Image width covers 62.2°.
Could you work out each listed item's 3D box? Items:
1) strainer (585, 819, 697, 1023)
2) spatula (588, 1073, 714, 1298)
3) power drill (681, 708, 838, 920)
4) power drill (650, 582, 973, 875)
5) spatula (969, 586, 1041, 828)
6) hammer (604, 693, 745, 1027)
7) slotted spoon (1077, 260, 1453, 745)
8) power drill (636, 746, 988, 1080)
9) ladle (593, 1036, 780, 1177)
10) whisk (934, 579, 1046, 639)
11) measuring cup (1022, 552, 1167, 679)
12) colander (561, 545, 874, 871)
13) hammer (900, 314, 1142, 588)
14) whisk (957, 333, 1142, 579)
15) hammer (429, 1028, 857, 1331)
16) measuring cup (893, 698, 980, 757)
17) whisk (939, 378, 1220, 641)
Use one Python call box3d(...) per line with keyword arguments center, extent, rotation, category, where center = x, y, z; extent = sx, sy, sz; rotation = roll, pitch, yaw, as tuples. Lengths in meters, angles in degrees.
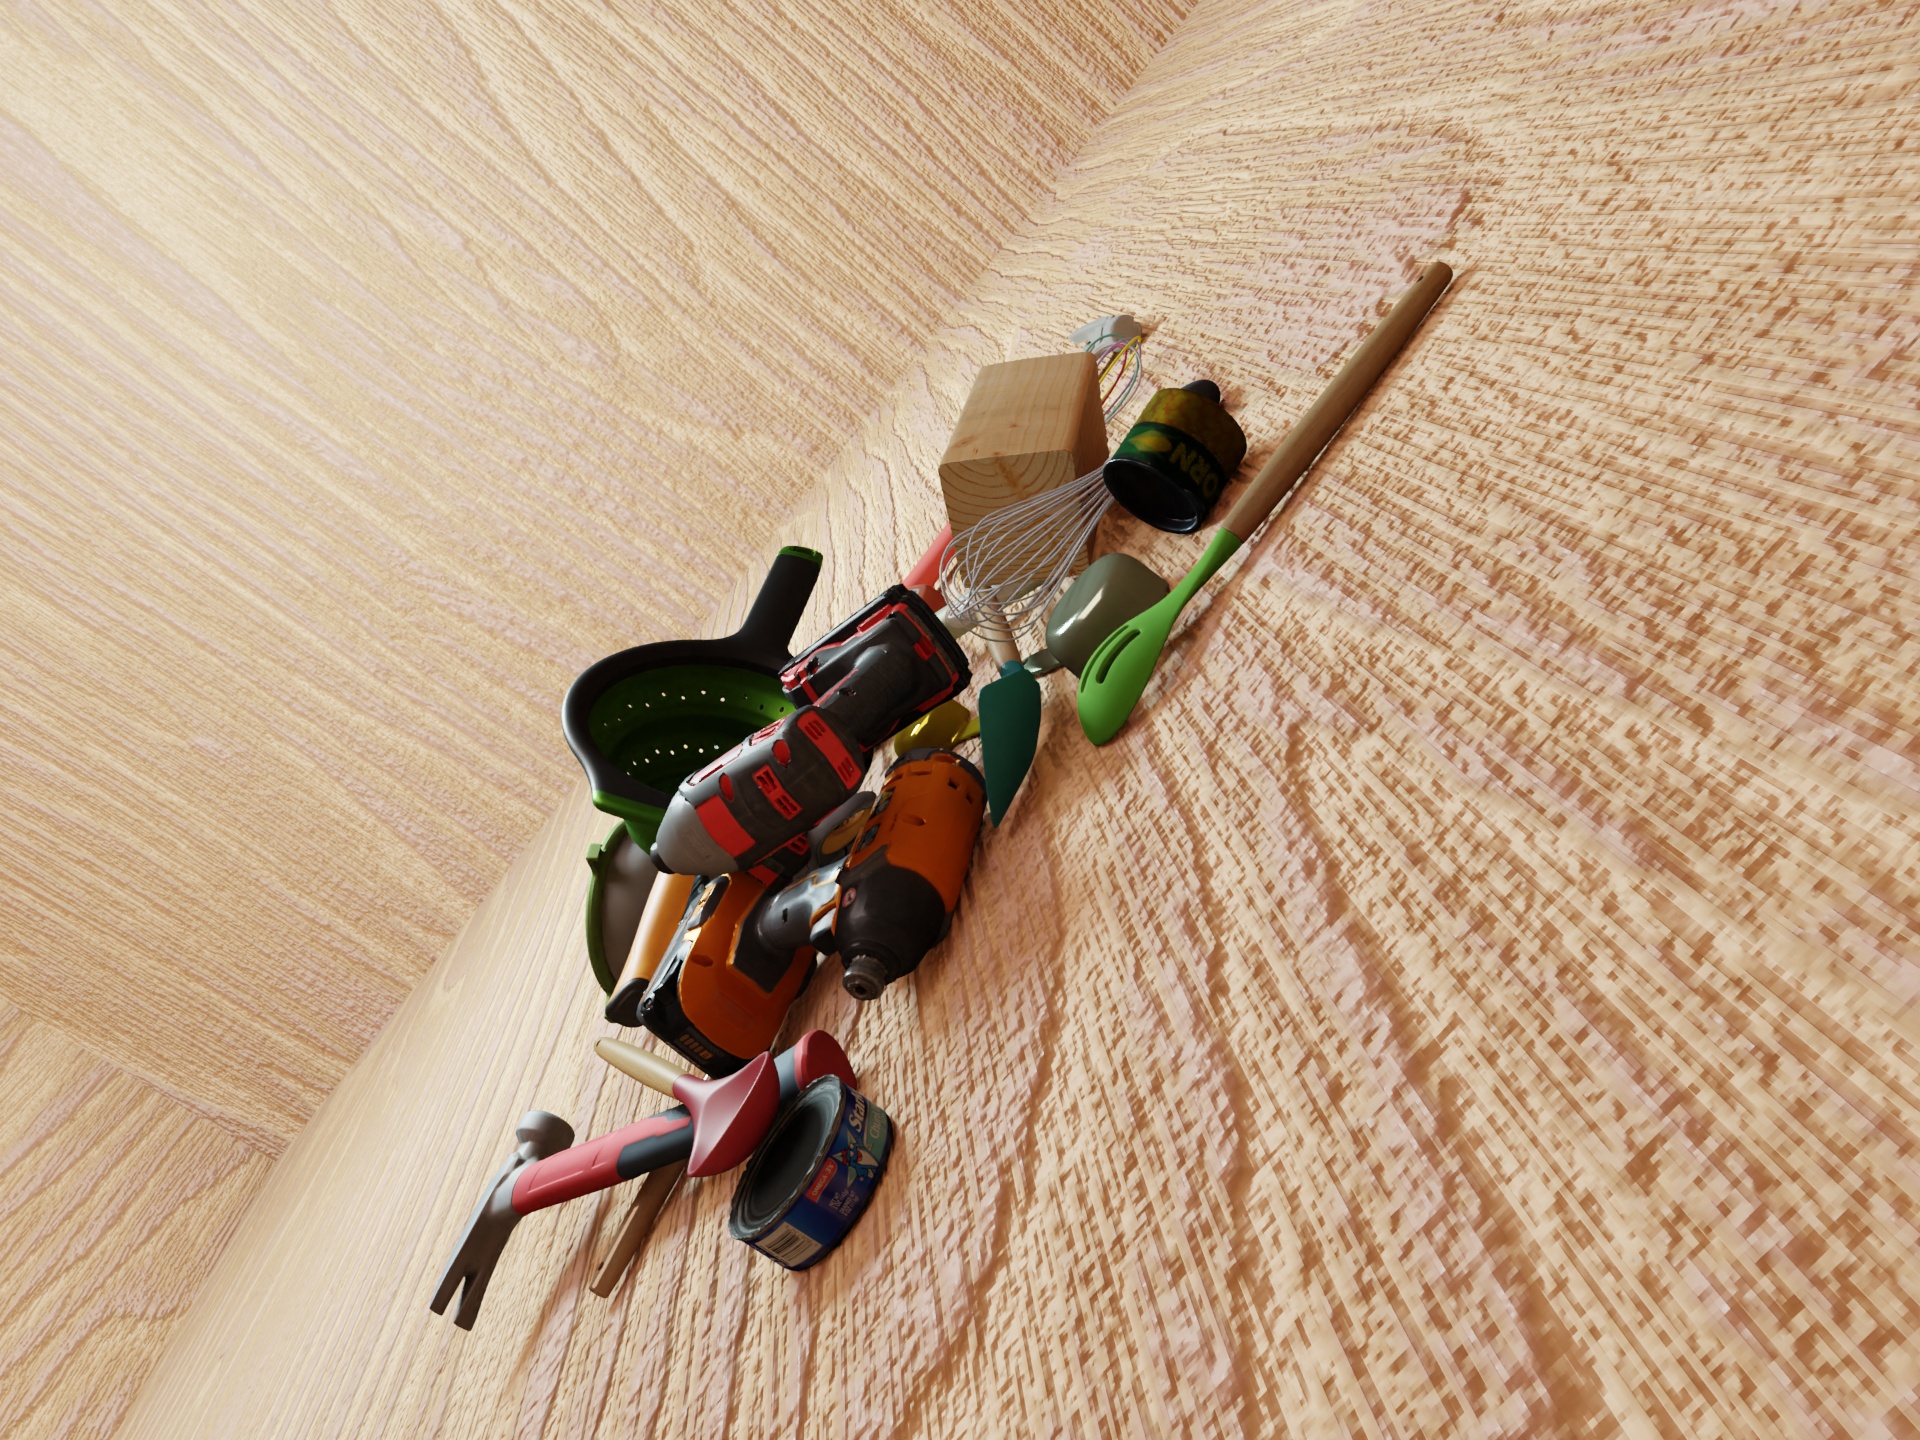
box3d(center=(-0.233, 0.144, 1.356), extent=(0.256, 0.069, 0.151), rotation=(-43, -48, -71), category="strainer")
box3d(center=(-0.145, 0.214, 1.003), extent=(0.060, 0.018, 0.316), rotation=(-20, 34, 50), category="spatula")
box3d(center=(-0.159, 0.074, 1.273), extent=(0.188, 0.080, 0.227), rotation=(-46, 19, 24), category="power drill")
box3d(center=(-0.089, 0.013, 0.926), extent=(0.143, 0.078, 0.220), rotation=(-33, 10, 31), category="power drill")
box3d(center=(0.018, -0.040, 0.988), extent=(0.044, 0.082, 0.318), rotation=(-9, 23, -3), category="spatula")
box3d(center=(-0.208, 0.084, 1.215), extent=(0.127, 0.034, 0.337), rotation=(-43, 26, 45), category="hammer")
box3d(center=(0.158, -0.118, 0.840), extent=(0.314, 0.031, 0.070), rotation=(-51, 14, -1), category="slotted spoon")
box3d(center=(-0.086, 0.124, 0.908), extent=(0.226, 0.084, 0.164), rotation=(-35, 22, 35), category="power drill")
box3d(center=(-0.160, 0.199, 0.875), extent=(0.069, 0.031, 0.315), rotation=(-56, 19, -18), category="ladle")
box3d(center=(-0.029, -0.058, 1.172), extent=(0.246, 0.058, 0.059), rotation=(-31, -7, 23), category="whisk")
box3d(center=(0.062, -0.055, 0.959), extent=(0.083, 0.038, 0.167), rotation=(-58, 17, -22), category="measuring cup")
box3d(center=(-0.156, -0.006, 1.136), extent=(0.397, 0.204, 0.094), rotation=(-77, 0, -58), category="colander")
box3d(center=(0.031, -0.220, 1.451), extent=(0.359, 0.036, 0.149), rotation=(-53, 14, -3), category="hammer")
box3d(center=(0.073, -0.214, 1.302), extent=(0.245, 0.051, 0.047), rotation=(-54, 20, 5), category="whisk")
box3d(center=(-0.191, 0.261, 0.924), extent=(0.386, 0.038, 0.143), rotation=(-31, 28, 43), category="hammer")
box3d(center=(-0.002, -0.003, 1.048), extent=(0.062, 0.029, 0.156), rotation=(-59, 14, -24), category="measuring cup")
box3d(center=(0.084, -0.140, 0.990), extent=(0.285, 0.070, 0.070), rotation=(-43, 7, -33), category="whisk")
